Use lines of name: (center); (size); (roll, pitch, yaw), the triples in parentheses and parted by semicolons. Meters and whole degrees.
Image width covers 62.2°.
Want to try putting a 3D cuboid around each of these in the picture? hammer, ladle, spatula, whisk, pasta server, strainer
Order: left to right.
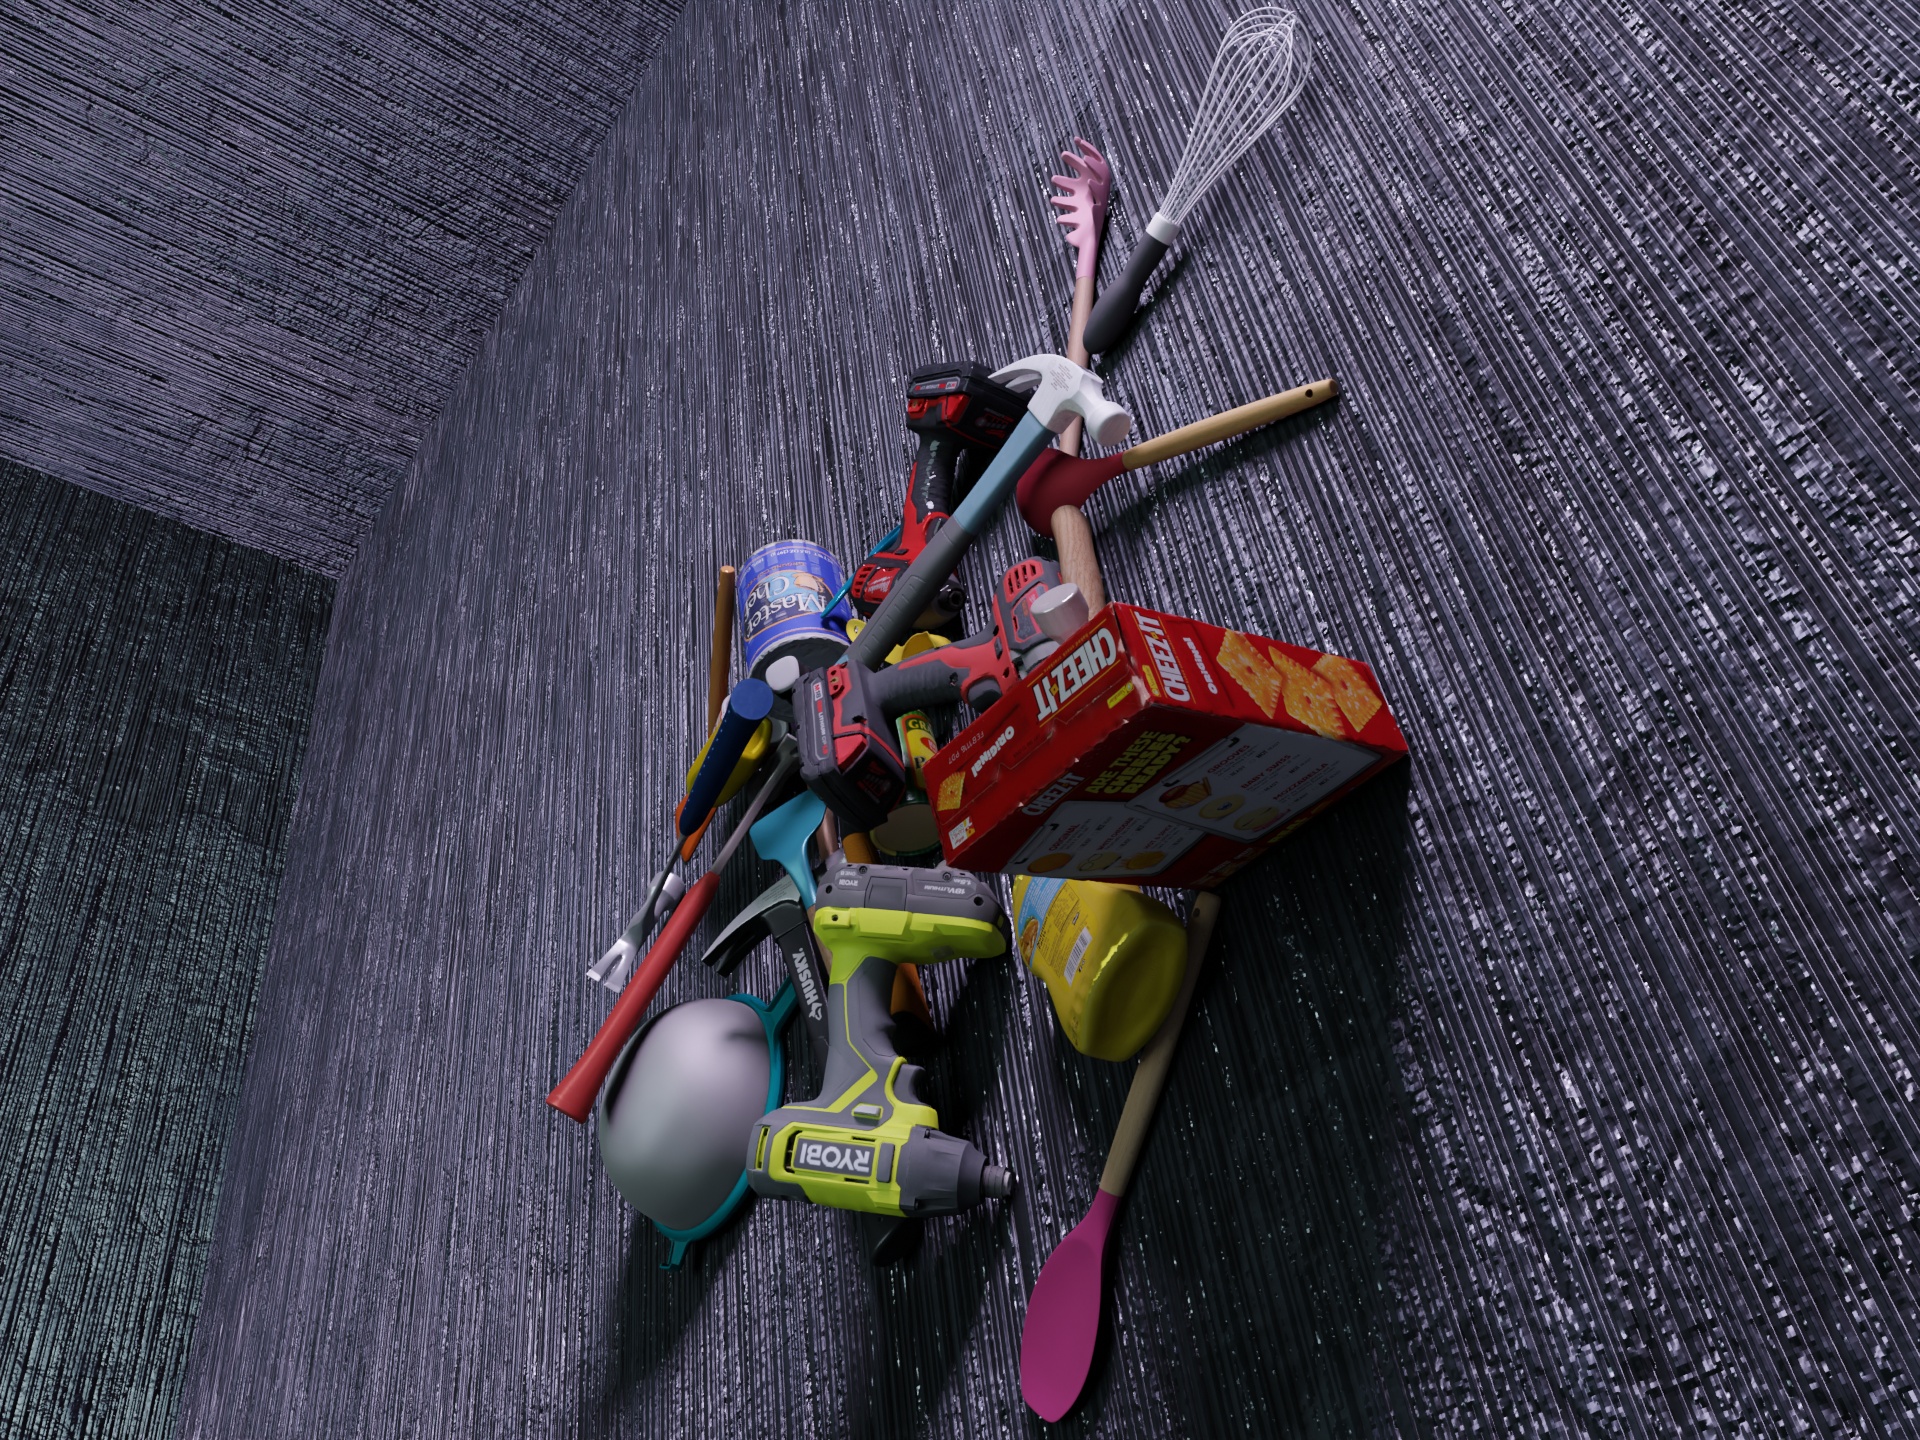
hammer: (-0.234, 0.173, 1.346); (0.359, 0.036, 0.149); (-60, 8, -23)
hammer: (-0.241, 0.101, 1.388); (0.405, 0.035, 0.144); (-56, 4, 47)
spatula: (-0.245, -0.008, 1.540); (0.081, 0.041, 0.322); (-115, 28, -50)
strainer: (-0.209, 0.271, 1.319); (0.340, 0.095, 0.211); (-56, 33, 15)
spatula: (-0.130, 0.039, 1.419); (0.059, 0.018, 0.316); (-54, 33, 31)
hammer: (-0.099, 0.252, 1.186); (0.146, 0.035, 0.335); (-32, 46, 8)
spatula: (-0.095, 0.167, 1.209); (0.082, 0.044, 0.318); (-31, 51, 6)
hammer: (-0.074, 0.107, 1.231); (0.034, 0.127, 0.337); (-29, 55, 13)
hammer: (-0.004, -0.140, 1.228); (0.331, 0.033, 0.128); (-51, 47, 23)
pasta server: (0.092, -0.336, 1.292); (0.060, 0.040, 0.316); (144, 137, -59)
hammer: (0.084, -0.077, 1.044); (0.031, 0.130, 0.331); (-27, 21, 12)
ladle: (0.140, -0.191, 1.136); (0.315, 0.031, 0.069); (-12, 89, 50)
whisk: (0.171, -0.400, 1.200); (0.284, 0.070, 0.070); (-57, 32, 26)

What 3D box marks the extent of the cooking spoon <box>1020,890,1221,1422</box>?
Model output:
cooking spoon: (0.098, 0.253, 0.938); (0.069, 0.017, 0.319); (13, 83, 60)

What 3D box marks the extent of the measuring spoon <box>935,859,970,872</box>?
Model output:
measuring spoon: (0.013, 0.080, 1.174); (0.124, 0.018, 0.034); (-58, 32, 15)

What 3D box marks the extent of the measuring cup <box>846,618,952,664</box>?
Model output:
measuring cup: (-0.049, -0.057, 1.324); (0.157, 0.029, 0.062); (32, 114, 53)

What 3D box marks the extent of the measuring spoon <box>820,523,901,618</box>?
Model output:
measuring spoon: (-0.082, -0.126, 1.402); (0.042, 0.021, 0.129); (-26, 23, 54)

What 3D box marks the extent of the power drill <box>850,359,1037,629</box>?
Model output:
power drill: (-0.015, -0.182, 1.328); (0.143, 0.078, 0.220); (16, 88, 59)

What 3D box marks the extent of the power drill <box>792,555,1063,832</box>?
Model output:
power drill: (-0.002, -0.004, 1.141); (0.226, 0.080, 0.188); (-26, 46, 15)

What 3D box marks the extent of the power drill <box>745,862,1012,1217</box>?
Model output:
power drill: (-0.039, 0.217, 1.071); (0.171, 0.080, 0.223); (3, 67, 14)
